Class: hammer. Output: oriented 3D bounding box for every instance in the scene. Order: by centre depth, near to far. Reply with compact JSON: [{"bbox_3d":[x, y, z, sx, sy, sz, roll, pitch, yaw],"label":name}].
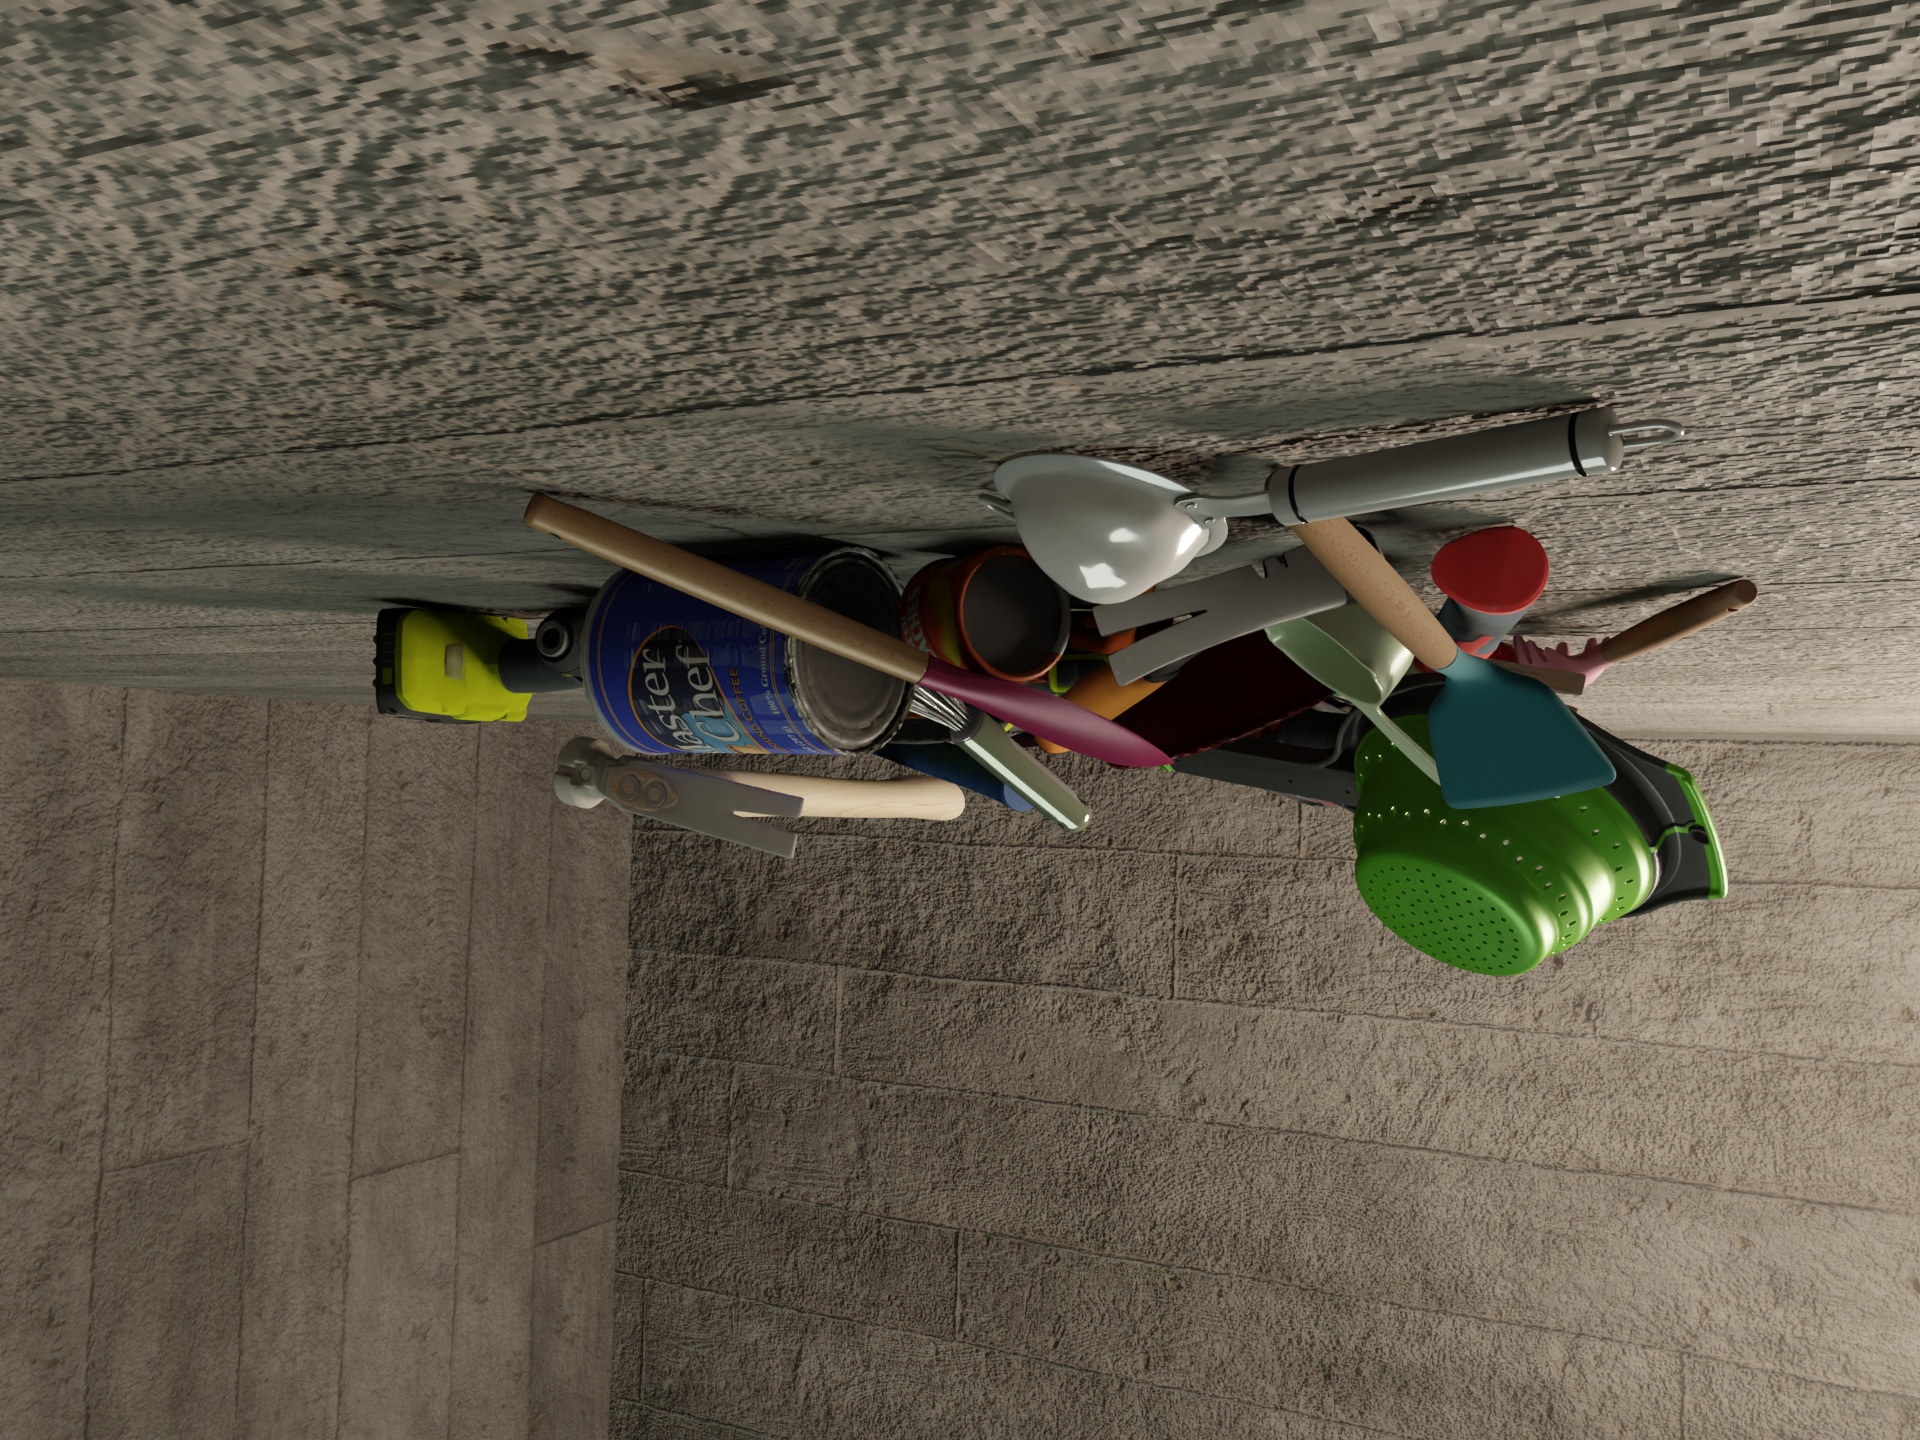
[{"bbox_3d":[0.085,-0.021,0.804,0.127,0.034,0.337,-18,174,-14],"label":"hammer"},{"bbox_3d":[0.281,-0.043,0.832,0.143,0.038,0.386,14,179,13],"label":"hammer"},{"bbox_3d":[-0.078,0.051,1.018,0.146,0.038,0.410,13,-178,22],"label":"hammer"},{"bbox_3d":[-0.092,0.003,1.186,0.406,0.035,0.144,17,177,44],"label":"hammer"}]

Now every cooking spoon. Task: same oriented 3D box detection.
[{"bbox_3d":[-0.040,-0.032,0.709,0.318,0.017,0.069,22,170,-23],"label":"cooking spoon"}]

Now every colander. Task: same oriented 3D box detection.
[{"bbox_3d":[0.234,0.065,0.949,0.397,0.094,0.204,10,144,46],"label":"colander"}]

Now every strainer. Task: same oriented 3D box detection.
[{"bbox_3d":[0.102,-0.071,0.523,0.258,0.050,0.086,-5,157,41],"label":"strainer"}]

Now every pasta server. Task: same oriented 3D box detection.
[{"bbox_3d":[0.395,-0.053,0.940,0.060,0.040,0.316,2,174,3],"label":"pasta server"}]

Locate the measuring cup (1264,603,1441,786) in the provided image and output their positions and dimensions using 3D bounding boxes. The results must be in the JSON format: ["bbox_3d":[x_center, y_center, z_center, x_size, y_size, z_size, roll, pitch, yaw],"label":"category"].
[{"bbox_3d":[0.216,-0.018,0.794,0.167,0.038,0.083,41,175,-26],"label":"measuring cup"}]

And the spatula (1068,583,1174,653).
[{"bbox_3d":[0.089,-0.067,0.853,0.081,0.041,0.322,2,174,2],"label":"spatula"}]

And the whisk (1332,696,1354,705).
[{"bbox_3d":[0.285,-0.030,1.326,0.239,0.055,0.055,5,179,31],"label":"whisk"}]

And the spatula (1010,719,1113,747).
[{"bbox_3d":[0.153,-0.014,1.193,0.316,0.018,0.060,-15,-168,-39],"label":"spatula"}]

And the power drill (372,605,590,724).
[{"bbox_3d":[-0.283,-0.042,1.079,0.228,0.080,0.190,-2,176,24],"label":"power drill"}]

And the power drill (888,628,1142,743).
[{"bbox_3d":[0.050,-0.031,1.057,0.223,0.080,0.171,-4,-177,-43],"label":"power drill"}]

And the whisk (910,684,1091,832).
[{"bbox_3d":[-0.001,-0.003,0.916,0.246,0.059,0.058,40,180,-34],"label":"whisk"}]

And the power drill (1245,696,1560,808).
[{"bbox_3d":[0.295,0.023,1.051,0.143,0.078,0.220,18,174,-38],"label":"power drill"}]

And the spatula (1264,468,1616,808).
[{"bbox_3d":[0.197,-0.027,0.672,0.082,0.044,0.317,-13,156,31],"label":"spatula"}]
